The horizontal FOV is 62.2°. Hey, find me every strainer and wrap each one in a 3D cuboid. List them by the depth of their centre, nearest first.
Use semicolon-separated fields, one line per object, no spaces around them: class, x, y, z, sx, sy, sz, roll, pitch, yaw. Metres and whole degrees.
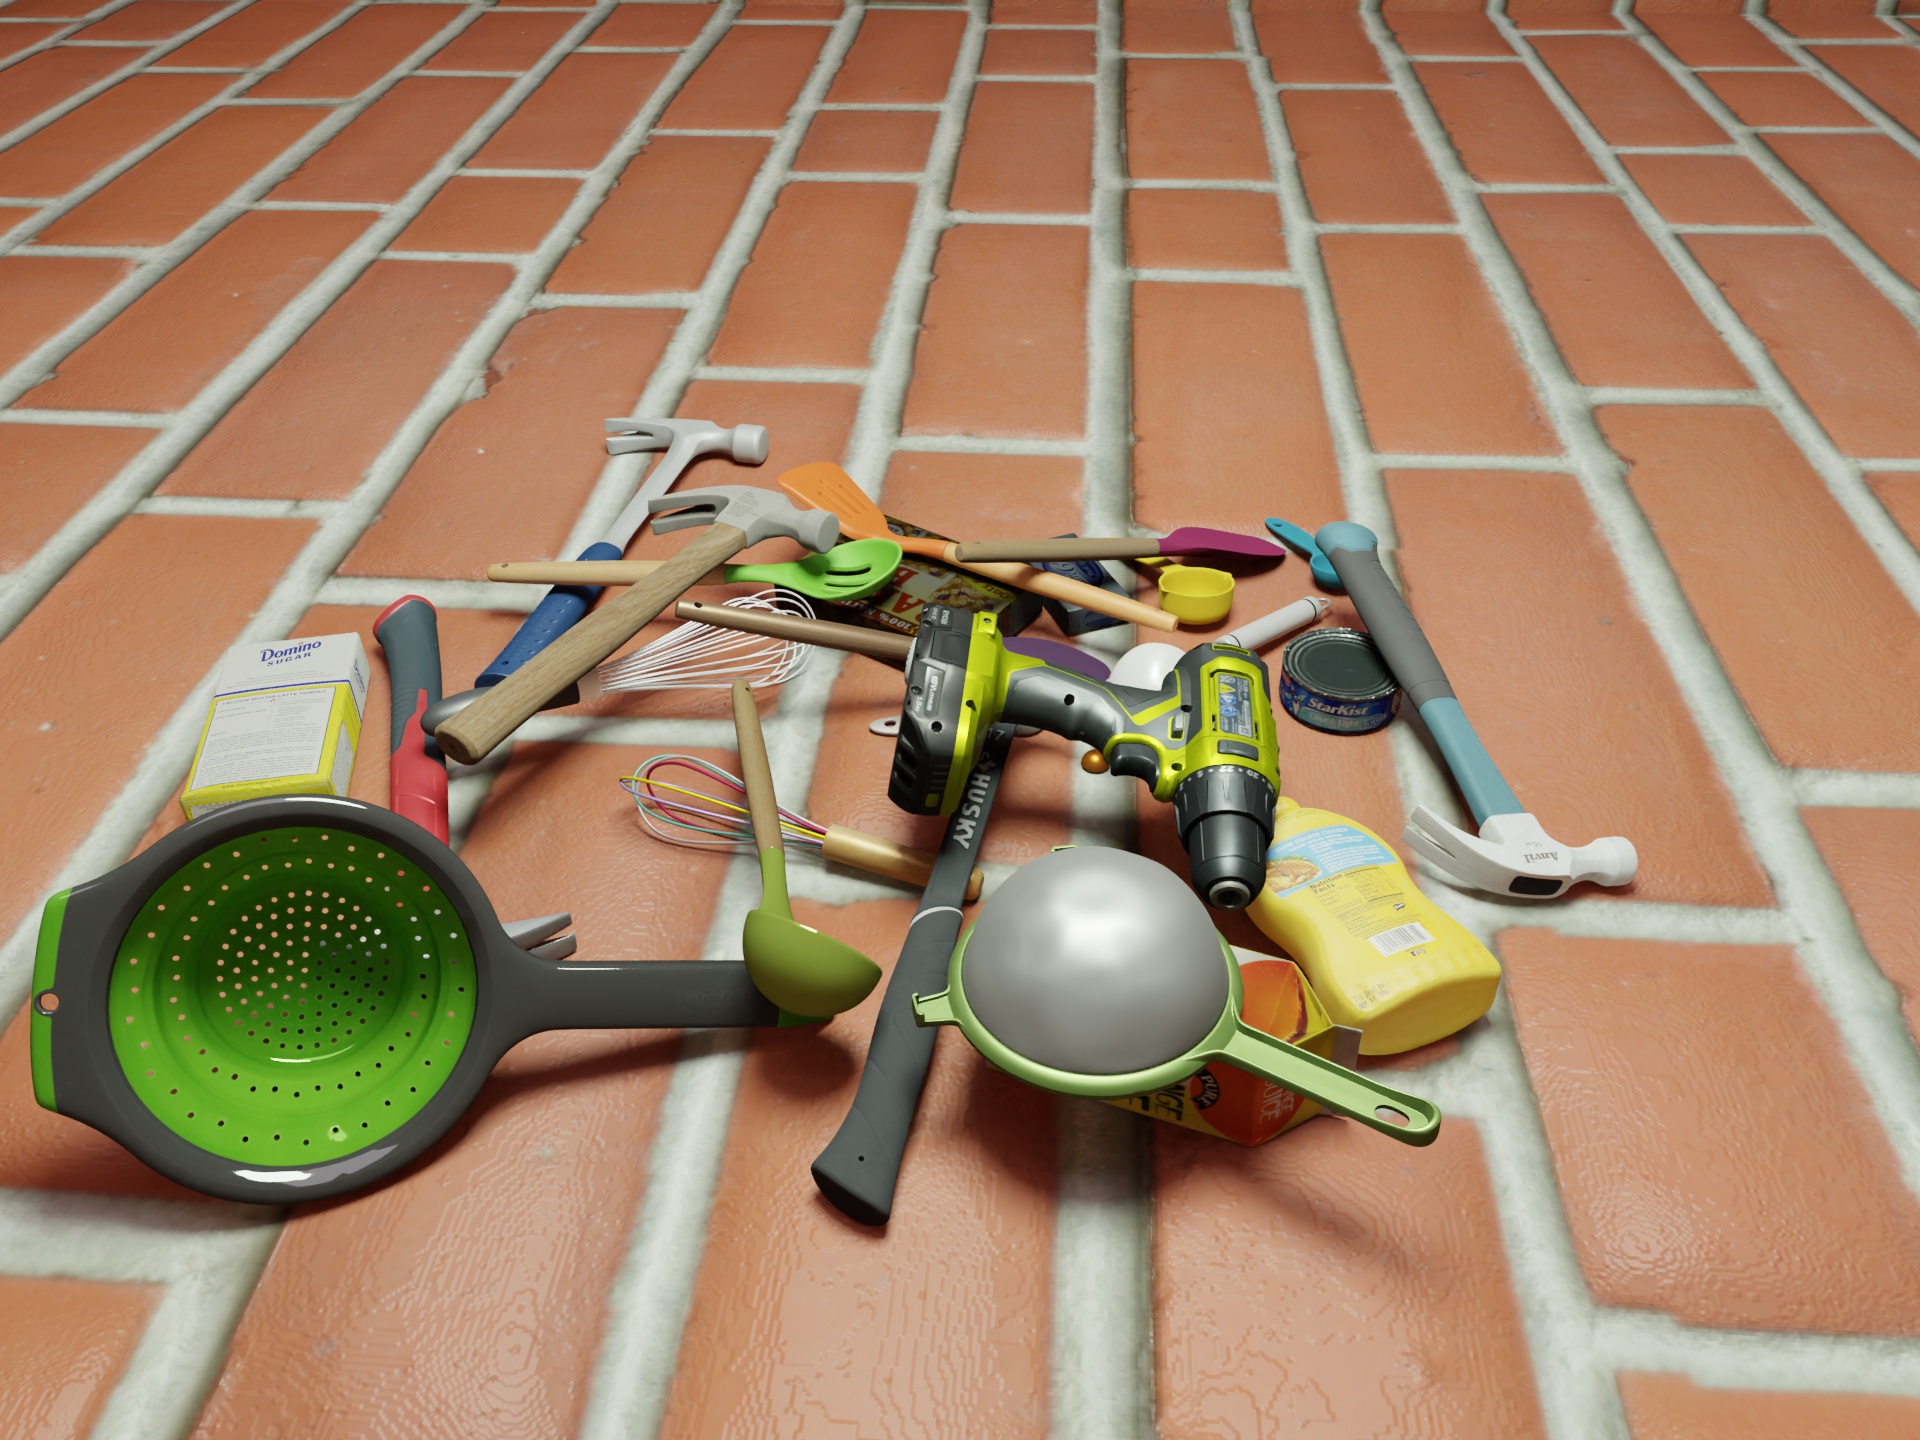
strainer;0.111;0.127;0.769;0.256;0.069;0.151;21;42;29
strainer;0.184;-0.051;1.140;0.258;0.050;0.087;-24;29;-36

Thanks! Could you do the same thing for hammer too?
hammer;-0.004;0.103;0.921;0.149;0.036;0.409;13;45;5
hammer;-0.342;0.030;1.050;0.143;0.038;0.387;-9;38;-13
hammer;0.313;-0.018;1.058;0.128;0.033;0.331;-4;47;-13
hammer;-0.226;-0.074;1.074;0.130;0.031;0.331;19;42;24
hammer;-0.284;-0.141;1.272;0.144;0.035;0.406;8;38;10

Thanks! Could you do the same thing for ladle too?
ladle;-0.105;0.056;0.932;0.062;0.078;0.320;-45;32;16

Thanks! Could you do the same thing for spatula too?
spatula;-0.039;-0.051;1.093;0.315;0.018;0.060;9;47;-18
spatula;0.013;-0.127;1.178;0.323;0.041;0.081;20;27;22

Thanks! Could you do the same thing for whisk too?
whisk;-0.102;0.069;0.997;0.245;0.047;0.051;15;44;13
whisk;-0.226;-0.031;1.089;0.284;0.070;0.070;-17;40;-26

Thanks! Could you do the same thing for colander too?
colander;-0.267;0.142;0.857;0.397;0.204;0.094;3;0;-21

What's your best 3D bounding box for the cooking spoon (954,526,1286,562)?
cooking spoon;0.126;-0.129;1.199;0.318;0.017;0.069;-5;27;-36

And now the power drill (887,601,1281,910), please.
power drill;0.078;0.019;0.939;0.228;0.080;0.191;11;43;-3

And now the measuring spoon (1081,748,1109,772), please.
measuring spoon;0.118;0.001;1.101;0.021;0.011;0.117;22;43;26

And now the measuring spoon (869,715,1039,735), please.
measuring spoon;-0.002;-0.004;1.103;0.124;0.018;0.034;-4;38;-3

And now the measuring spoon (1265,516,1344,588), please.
measuring spoon;0.278;-0.133;1.275;0.042;0.021;0.129;-9;29;-17

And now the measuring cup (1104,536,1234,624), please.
measuring cup;0.156;-0.111;1.244;0.062;0.029;0.157;-14;28;-23

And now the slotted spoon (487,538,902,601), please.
slotted spoon;-0.197;-0.109;1.176;0.314;0.031;0.070;1;40;6
